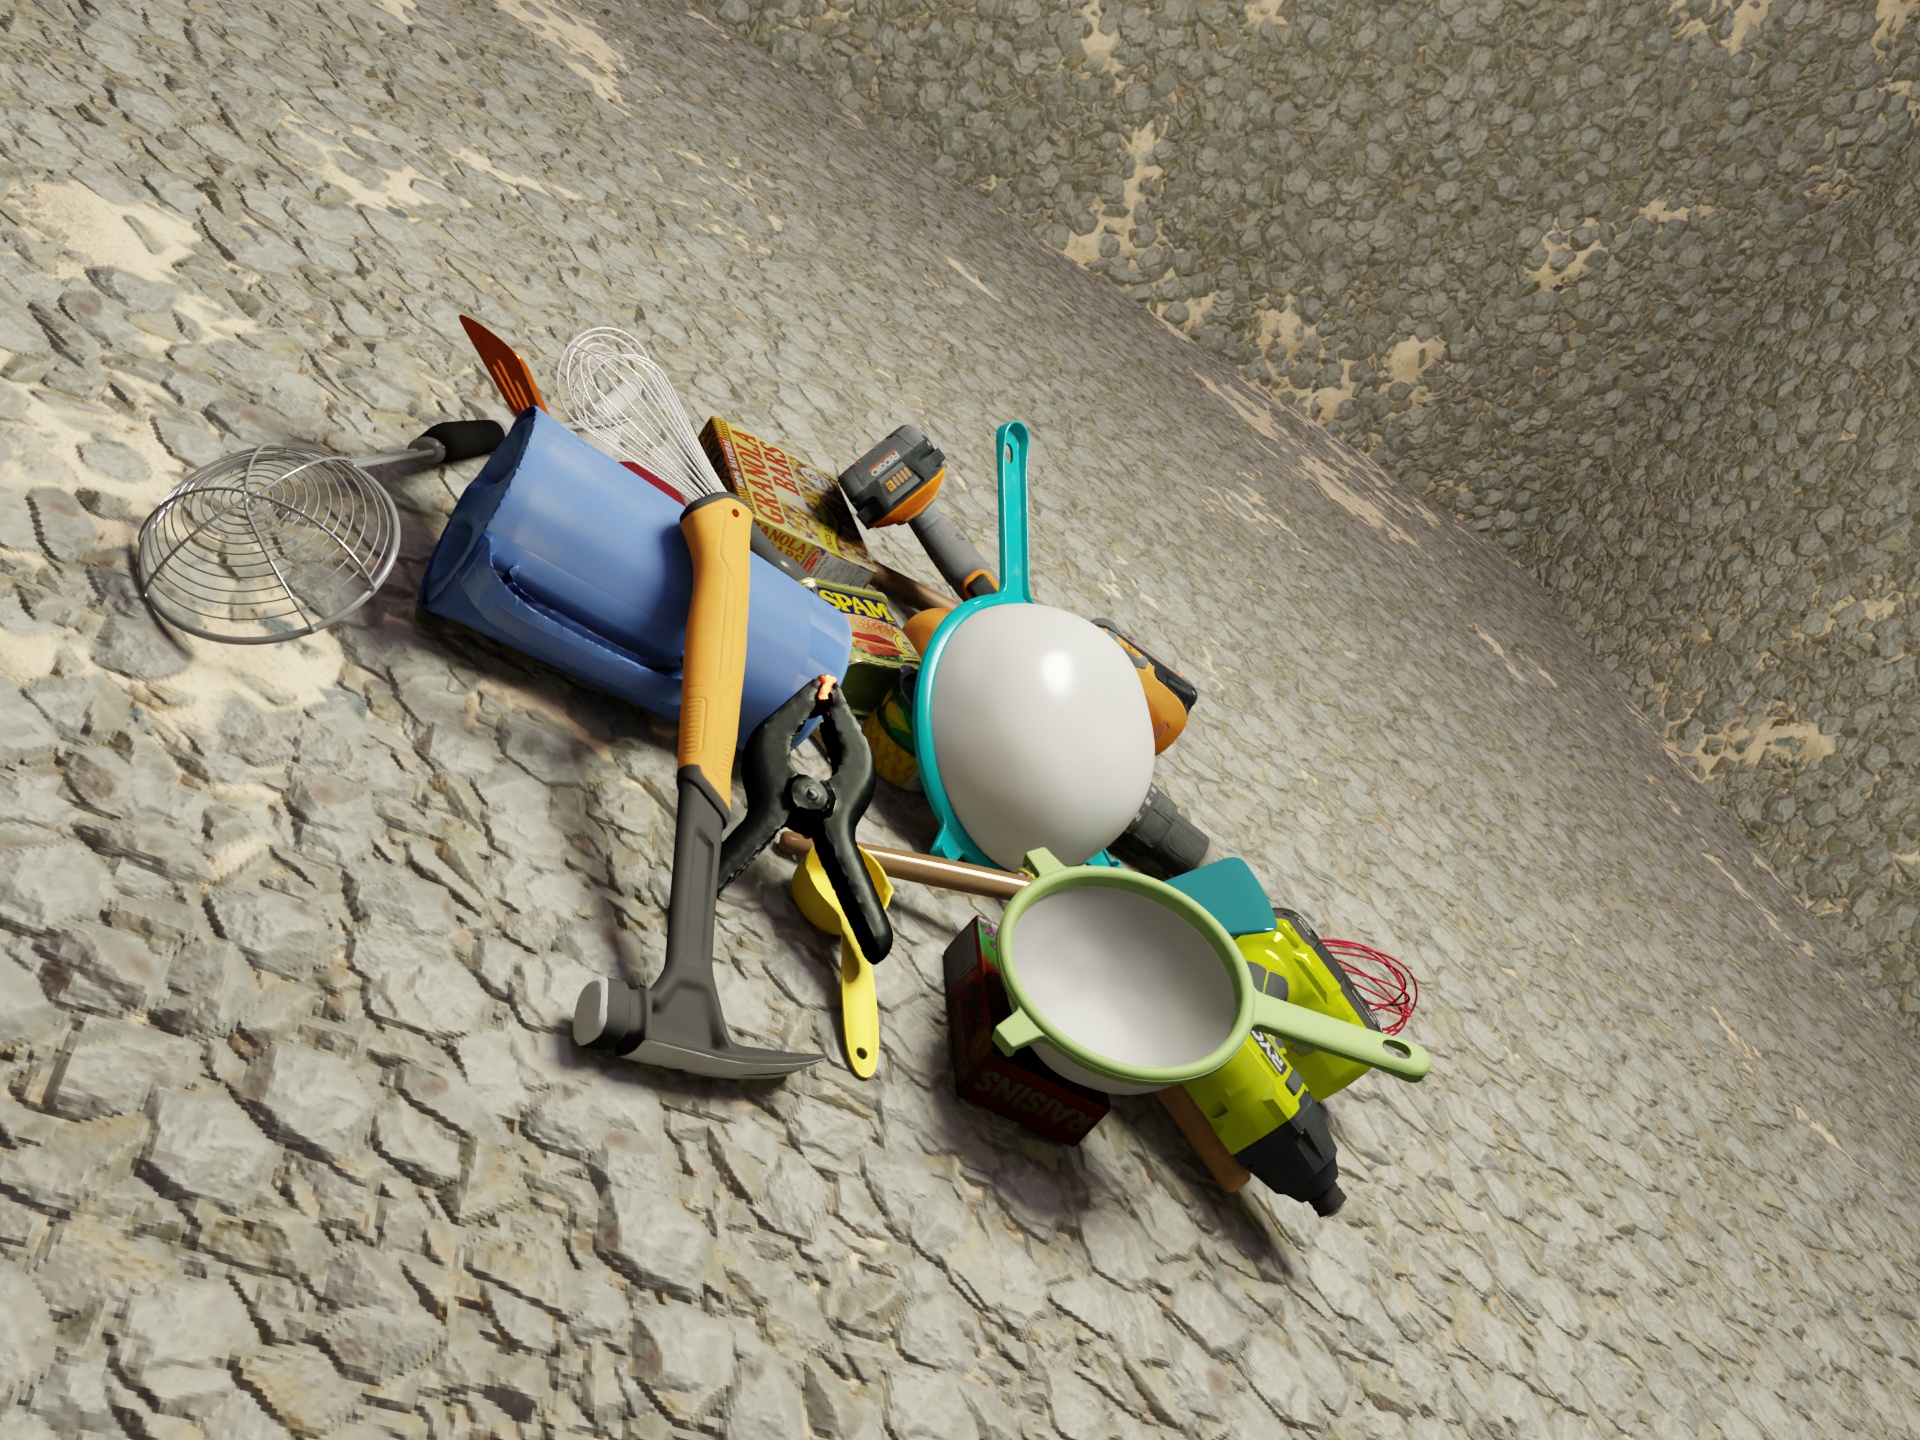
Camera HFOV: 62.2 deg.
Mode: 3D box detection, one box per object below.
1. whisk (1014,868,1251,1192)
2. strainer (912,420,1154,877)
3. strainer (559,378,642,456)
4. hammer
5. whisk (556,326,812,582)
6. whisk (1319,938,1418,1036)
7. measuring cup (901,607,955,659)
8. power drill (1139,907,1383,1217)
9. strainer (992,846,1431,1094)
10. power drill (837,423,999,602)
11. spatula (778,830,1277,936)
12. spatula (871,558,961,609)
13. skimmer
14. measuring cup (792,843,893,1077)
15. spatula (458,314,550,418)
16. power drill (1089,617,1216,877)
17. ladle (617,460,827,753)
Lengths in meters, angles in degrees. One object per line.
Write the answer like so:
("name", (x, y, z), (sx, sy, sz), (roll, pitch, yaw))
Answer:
("whisk", (0.106, 0.194, 1.021), (0.051, 0.047, 0.245), (-13, 60, -45))
("strainer", (0.069, -0.055, 1.108), (0.210, 0.095, 0.340), (10, 74, -47))
("strainer", (-0.274, -0.227, 1.205), (0.087, 0.050, 0.259), (-7, 22, 5))
("hammer", (-0.128, 0.022, 0.847), (0.127, 0.034, 0.337), (22, 53, -34))
("whisk", (-0.182, -0.163, 1.126), (0.284, 0.070, 0.070), (49, 14, -39))
("whisk", (0.228, 0.176, 1.196), (0.295, 0.073, 0.073), (23, 29, -21))
("measuring cup", (-0.002, -0.004, 1.176), (0.052, 0.095, 0.174), (5, 60, -40))
("power drill", (0.204, 0.215, 1.037), (0.171, 0.080, 0.223), (54, 22, 8))
("strainer", (0.135, 0.174, 0.906), (0.256, 0.069, 0.152), (18, 40, -4))
("power drill", (0.000, -0.126, 1.271), (0.226, 0.084, 0.164), (51, 2, -11))
("spatula", (0.043, 0.097, 1.001), (0.317, 0.044, 0.082), (12, 27, -16))
("spatula", (0.028, -0.079, 1.393), (0.315, 0.018, 0.060), (25, 32, -30))
("skimmer", (-0.344, -0.126, 0.941), (0.127, 0.090, 0.363), (11, 15, 1))
("measuring cup", (-0.067, 0.137, 0.905), (0.062, 0.029, 0.157), (19, 43, -29))
("spatula", (-0.206, -0.154, 1.051), (0.081, 0.041, 0.322), (36, 0, 41))
("power drill", (0.138, 0.025, 1.302), (0.185, 0.084, 0.226), (37, 29, -6))
("ladle", (-0.164, -0.082, 1.130), (0.316, 0.031, 0.069), (52, 24, 22))
